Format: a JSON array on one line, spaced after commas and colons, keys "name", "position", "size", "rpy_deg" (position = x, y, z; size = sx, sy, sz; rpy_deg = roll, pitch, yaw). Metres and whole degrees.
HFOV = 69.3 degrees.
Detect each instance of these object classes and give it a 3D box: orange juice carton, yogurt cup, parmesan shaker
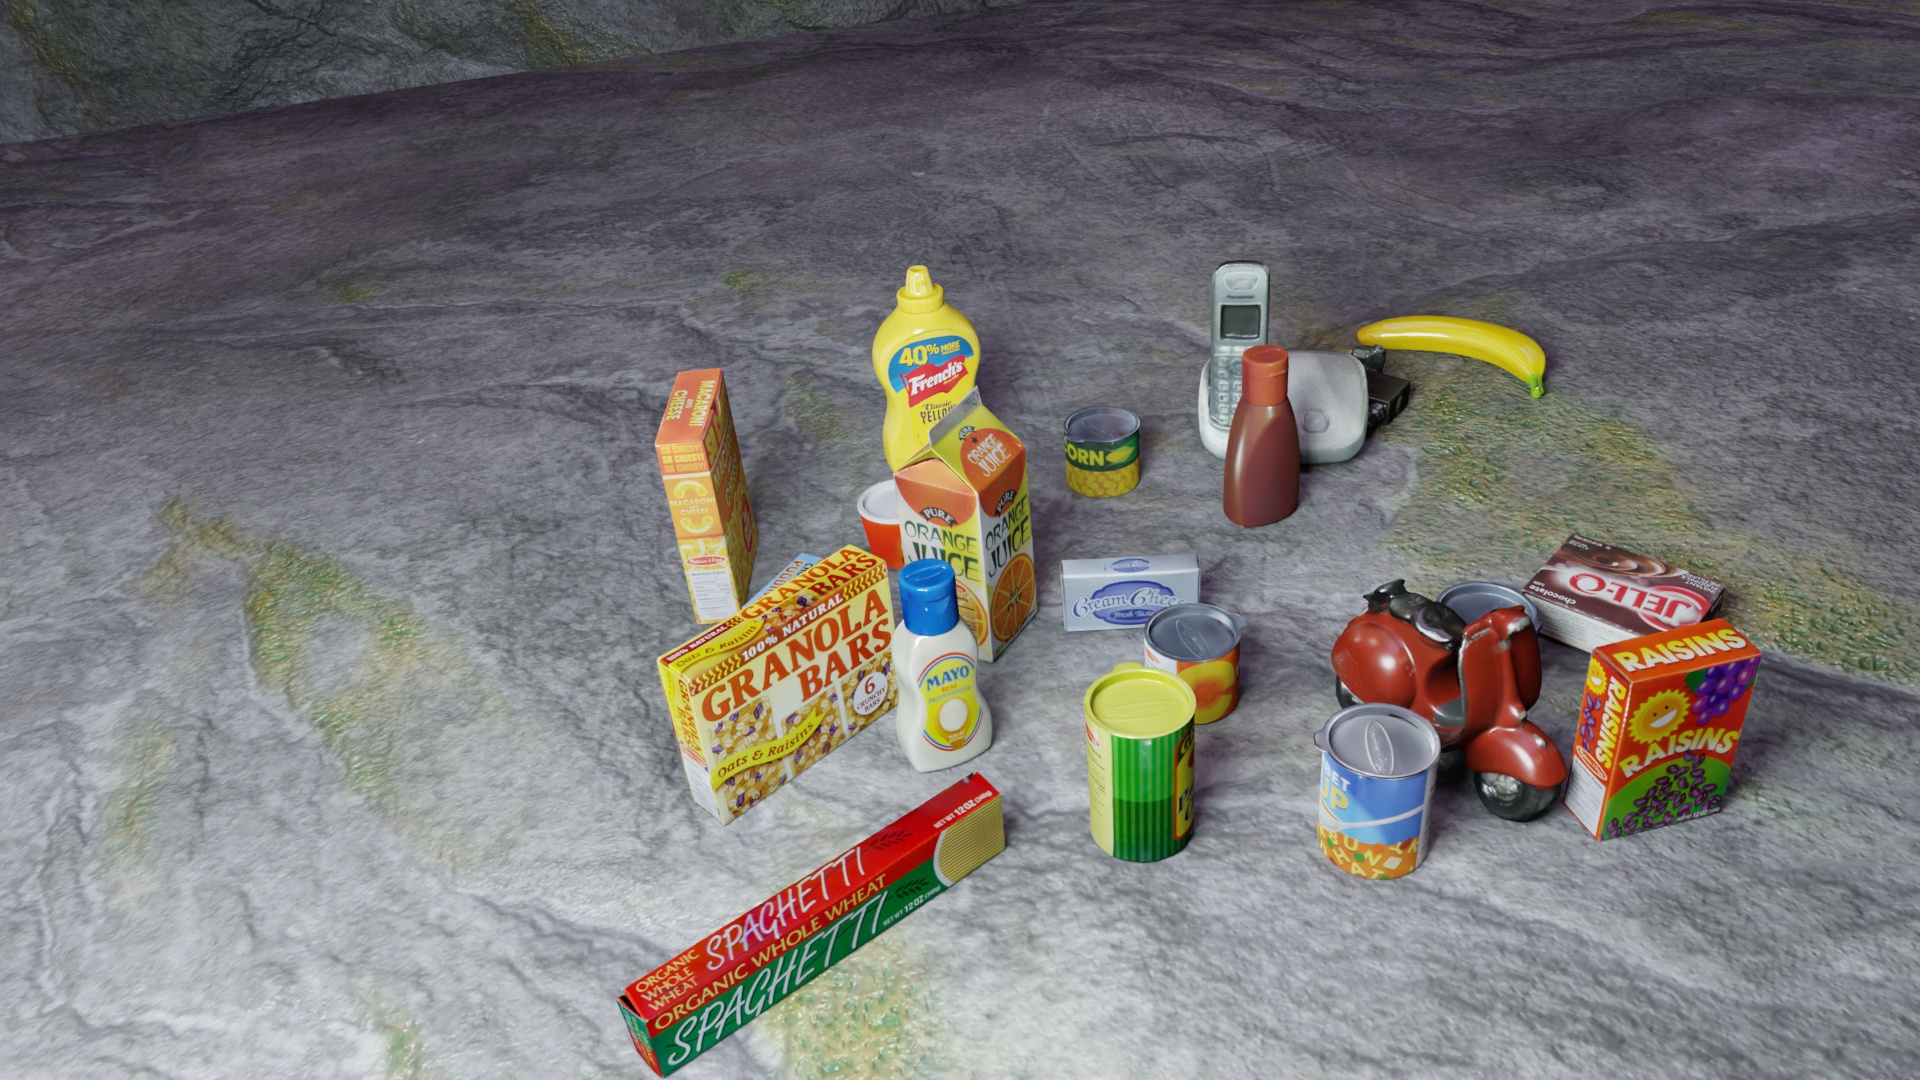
[{"name": "orange juice carton", "position": [0.004, -0.013, 1.017], "size": [0.073, 0.191, 0.072], "rpy_deg": [14, 38, 28]}, {"name": "yogurt cup", "position": [-0.049, -0.013, 1.153], "size": [0.072, 0.053, 0.073], "rpy_deg": [-4, 33, 3]}, {"name": "parmesan shaker", "position": [0.111, 0.136, 0.852], "size": [0.071, 0.102, 0.072], "rpy_deg": [-4, 33, 3]}]

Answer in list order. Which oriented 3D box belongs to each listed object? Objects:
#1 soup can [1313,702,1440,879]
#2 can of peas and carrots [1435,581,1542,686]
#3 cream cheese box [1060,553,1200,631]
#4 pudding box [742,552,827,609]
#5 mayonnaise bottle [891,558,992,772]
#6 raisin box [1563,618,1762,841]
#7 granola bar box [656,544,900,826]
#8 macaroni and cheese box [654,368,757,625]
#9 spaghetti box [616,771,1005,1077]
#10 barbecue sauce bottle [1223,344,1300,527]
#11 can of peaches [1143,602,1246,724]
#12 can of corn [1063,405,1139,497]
[{"name": "soup can", "position": [0.245, 0.149, 0.828], "size": [0.071, 0.083, 0.072], "rpy_deg": [-4, 33, 3]}, {"name": "can of peas and carrots", "position": [0.361, 0.071, 0.955], "size": [0.071, 0.058, 0.071], "rpy_deg": [-4, 33, 3]}, {"name": "cream cheese box", "position": [0.128, 0.039, 1.045], "size": [0.104, 0.053, 0.024], "rpy_deg": [-3, 33, 4]}, {"name": "pudding box", "position": [-0.130, 0.052, 1.070], "size": [0.030, 0.049, 0.084], "rpy_deg": [12, 37, 26]}, {"name": "mayonnaise bottle", "position": [-0.015, 0.082, 0.914], "size": [0.065, 0.147, 0.041], "rpy_deg": [-17, 34, -17]}, {"name": "raisin box", "position": [0.413, 0.113, 0.823], "size": [0.086, 0.122, 0.040], "rpy_deg": [-11, 33, -7]}, {"name": "granola bar box", "position": [-0.116, 0.094, 0.934], "size": [0.039, 0.123, 0.166], "rpy_deg": [25, 43, 39]}, {"name": "macaroni and cheese box", "position": [-0.199, -0.036, 1.110], "size": [0.040, 0.165, 0.124], "rpy_deg": [-5, 33, 1]}, {"name": "spaghetti box", "position": [-0.077, 0.217, 0.805], "size": [0.251, 0.050, 0.029], "rpy_deg": [-27, 38, -30]}, {"name": "barbecue sauce bottle", "position": [0.247, -0.085, 1.131], "size": [0.065, 0.147, 0.044], "rpy_deg": [-19, 35, -19]}, {"name": "can of peaches", "position": [0.163, 0.085, 0.964], "size": [0.071, 0.057, 0.071], "rpy_deg": [-4, 33, 3]}, {"name": "can of corn", "position": [0.123, -0.077, 1.222], "size": [0.071, 0.058, 0.071], "rpy_deg": [-4, 33, 3]}]
